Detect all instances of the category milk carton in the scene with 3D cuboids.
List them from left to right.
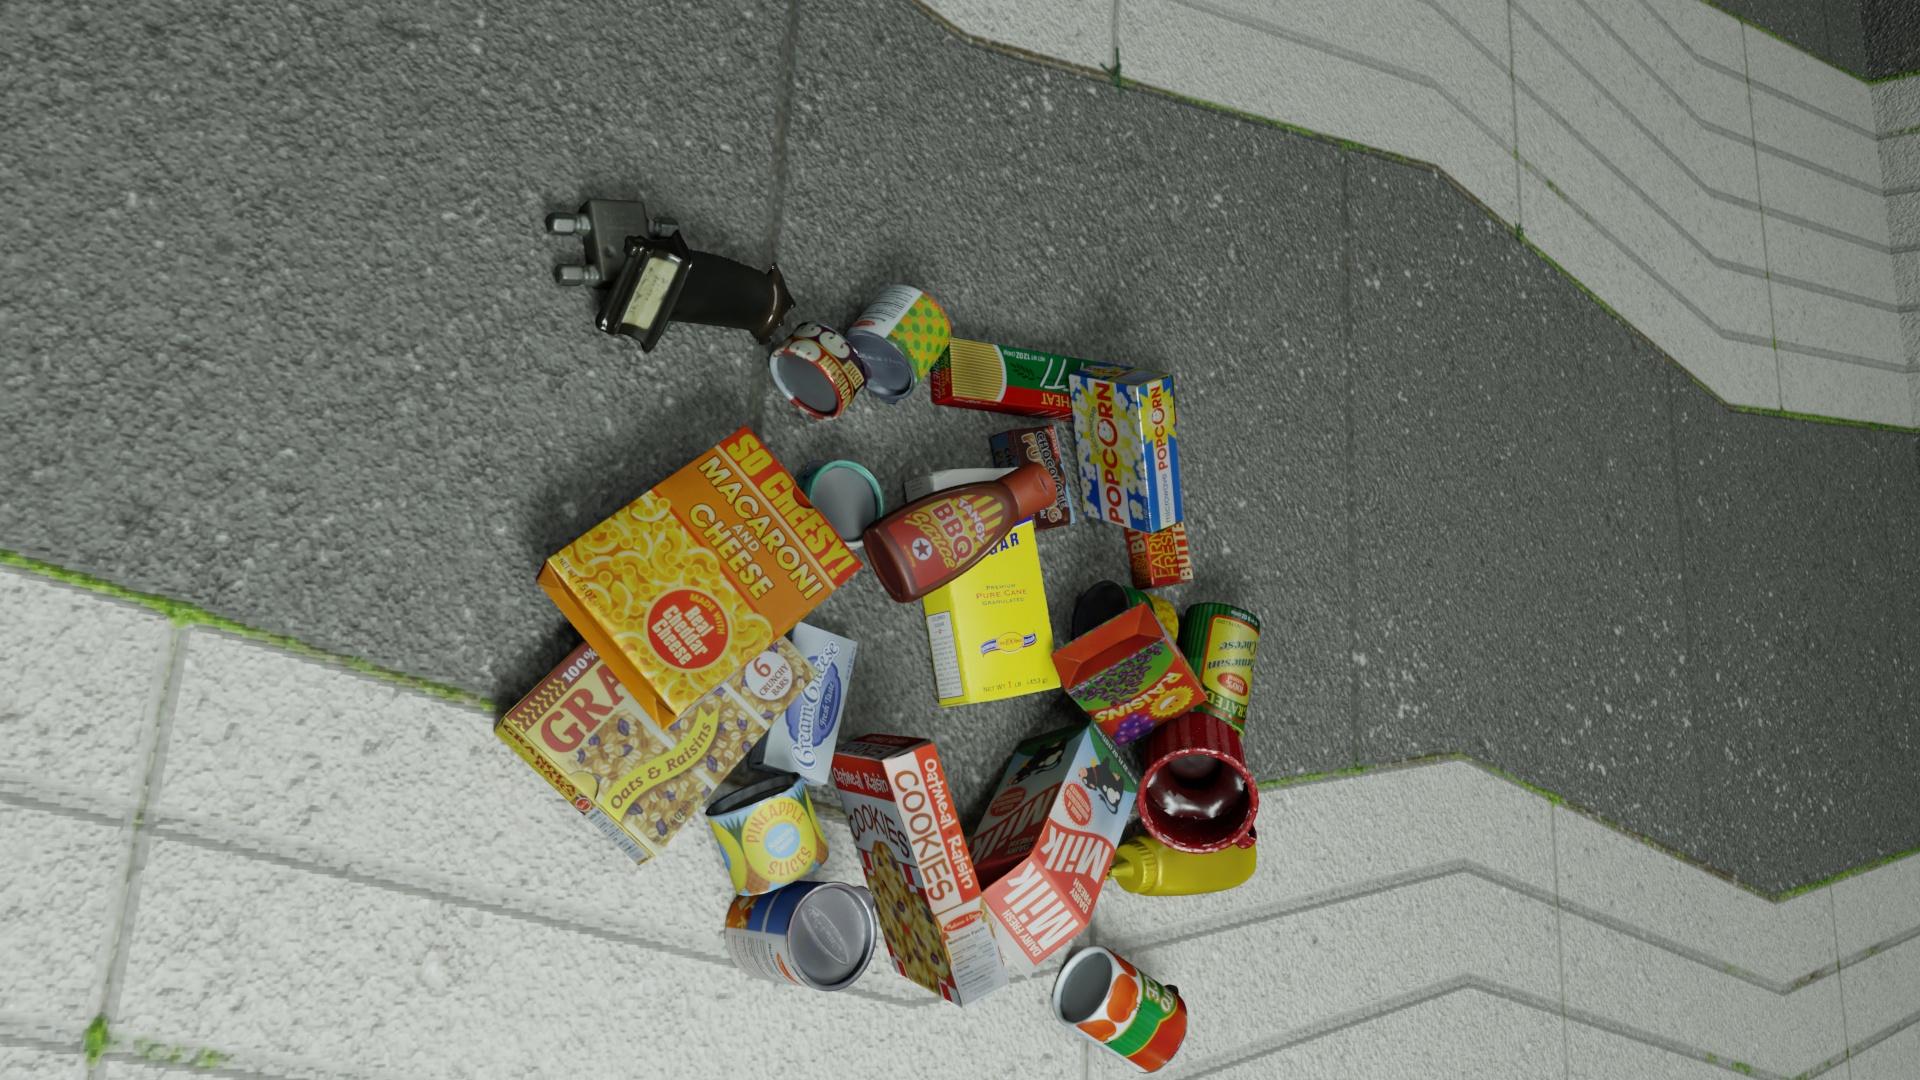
[{"bbox_3d":[0.060,0.221,1.003,0.072,0.073,0.191,54,36,-16],"label":"milk carton"}]

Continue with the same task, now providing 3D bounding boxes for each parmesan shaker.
[{"bbox_3d":[0.213,0.111,1.182,0.071,0.071,0.103,27,65,-30],"label":"parmesan shaker"}]

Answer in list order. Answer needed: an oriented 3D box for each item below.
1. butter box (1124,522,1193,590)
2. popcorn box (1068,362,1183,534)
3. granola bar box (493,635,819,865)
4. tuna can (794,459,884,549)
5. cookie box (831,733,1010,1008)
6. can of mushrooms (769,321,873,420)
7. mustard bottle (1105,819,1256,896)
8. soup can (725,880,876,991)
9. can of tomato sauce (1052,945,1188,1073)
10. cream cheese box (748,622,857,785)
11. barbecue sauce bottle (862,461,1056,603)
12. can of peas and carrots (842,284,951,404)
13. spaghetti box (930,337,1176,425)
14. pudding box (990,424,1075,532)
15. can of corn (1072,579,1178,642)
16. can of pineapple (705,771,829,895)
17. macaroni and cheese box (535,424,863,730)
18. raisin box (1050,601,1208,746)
[{"bbox_3d":[0.168,-0.011,1.200,0.053,0.024,0.103,-4,83,-38],"label":"butter box"},{"bbox_3d":[0.134,-0.075,1.126,0.038,0.085,0.126,-20,113,-30],"label":"popcorn box"},{"bbox_3d":[-0.188,0.101,0.880,0.124,0.039,0.166,44,56,-5],"label":"granola bar box"},{"bbox_3d":[-0.090,-0.026,1.002,0.071,0.032,0.071,8,76,-36],"label":"tuna can"},{"bbox_3d":[-0.031,0.215,0.935,0.040,0.122,0.167,-18,91,-23],"label":"cookie box"},{"bbox_3d":[-0.100,-0.120,0.992,0.071,0.071,0.033,51,57,-18],"label":"can of mushrooms"},{"bbox_3d":[0.172,0.259,1.129,0.160,0.048,0.065,1,79,-36],"label":"mustard bottle"},{"bbox_3d":[-0.103,0.252,0.900,0.071,0.083,0.071,9,75,-36],"label":"soup can"},{"bbox_3d":[0.122,0.355,1.058,0.083,0.071,0.071,38,60,-24],"label":"can of tomato sauce"},{"bbox_3d":[-0.109,0.113,0.964,0.053,0.024,0.104,23,67,-30],"label":"cream cheese box"},{"bbox_3d":[0.004,-0.013,1.010,0.149,0.043,0.065,-28,93,-29],"label":"barbecue sauce bottle"},{"bbox_3d":[-0.048,-0.147,1.042,0.071,0.071,0.059,47,56,-20],"label":"can of peas and carrots"},{"bbox_3d":[0.084,-0.127,1.159,0.250,0.028,0.050,3,79,-36],"label":"spaghetti box"},{"bbox_3d":[0.059,-0.048,1.122,0.050,0.030,0.083,-8,85,-39],"label":"pudding box"},{"bbox_3d":[0.135,0.073,1.129,0.058,0.071,0.071,19,70,-34],"label":"can of corn"},{"bbox_3d":[-0.125,0.191,0.905,0.071,0.071,0.058,-24,95,-38],"label":"can of pineapple"},{"bbox_3d":[-0.160,0.020,0.880,0.123,0.040,0.167,50,56,-1],"label":"macaroni and cheese box"},{"bbox_3d":[0.133,0.107,1.080,0.123,0.086,0.040,49,13,-52],"label":"raisin box"}]
